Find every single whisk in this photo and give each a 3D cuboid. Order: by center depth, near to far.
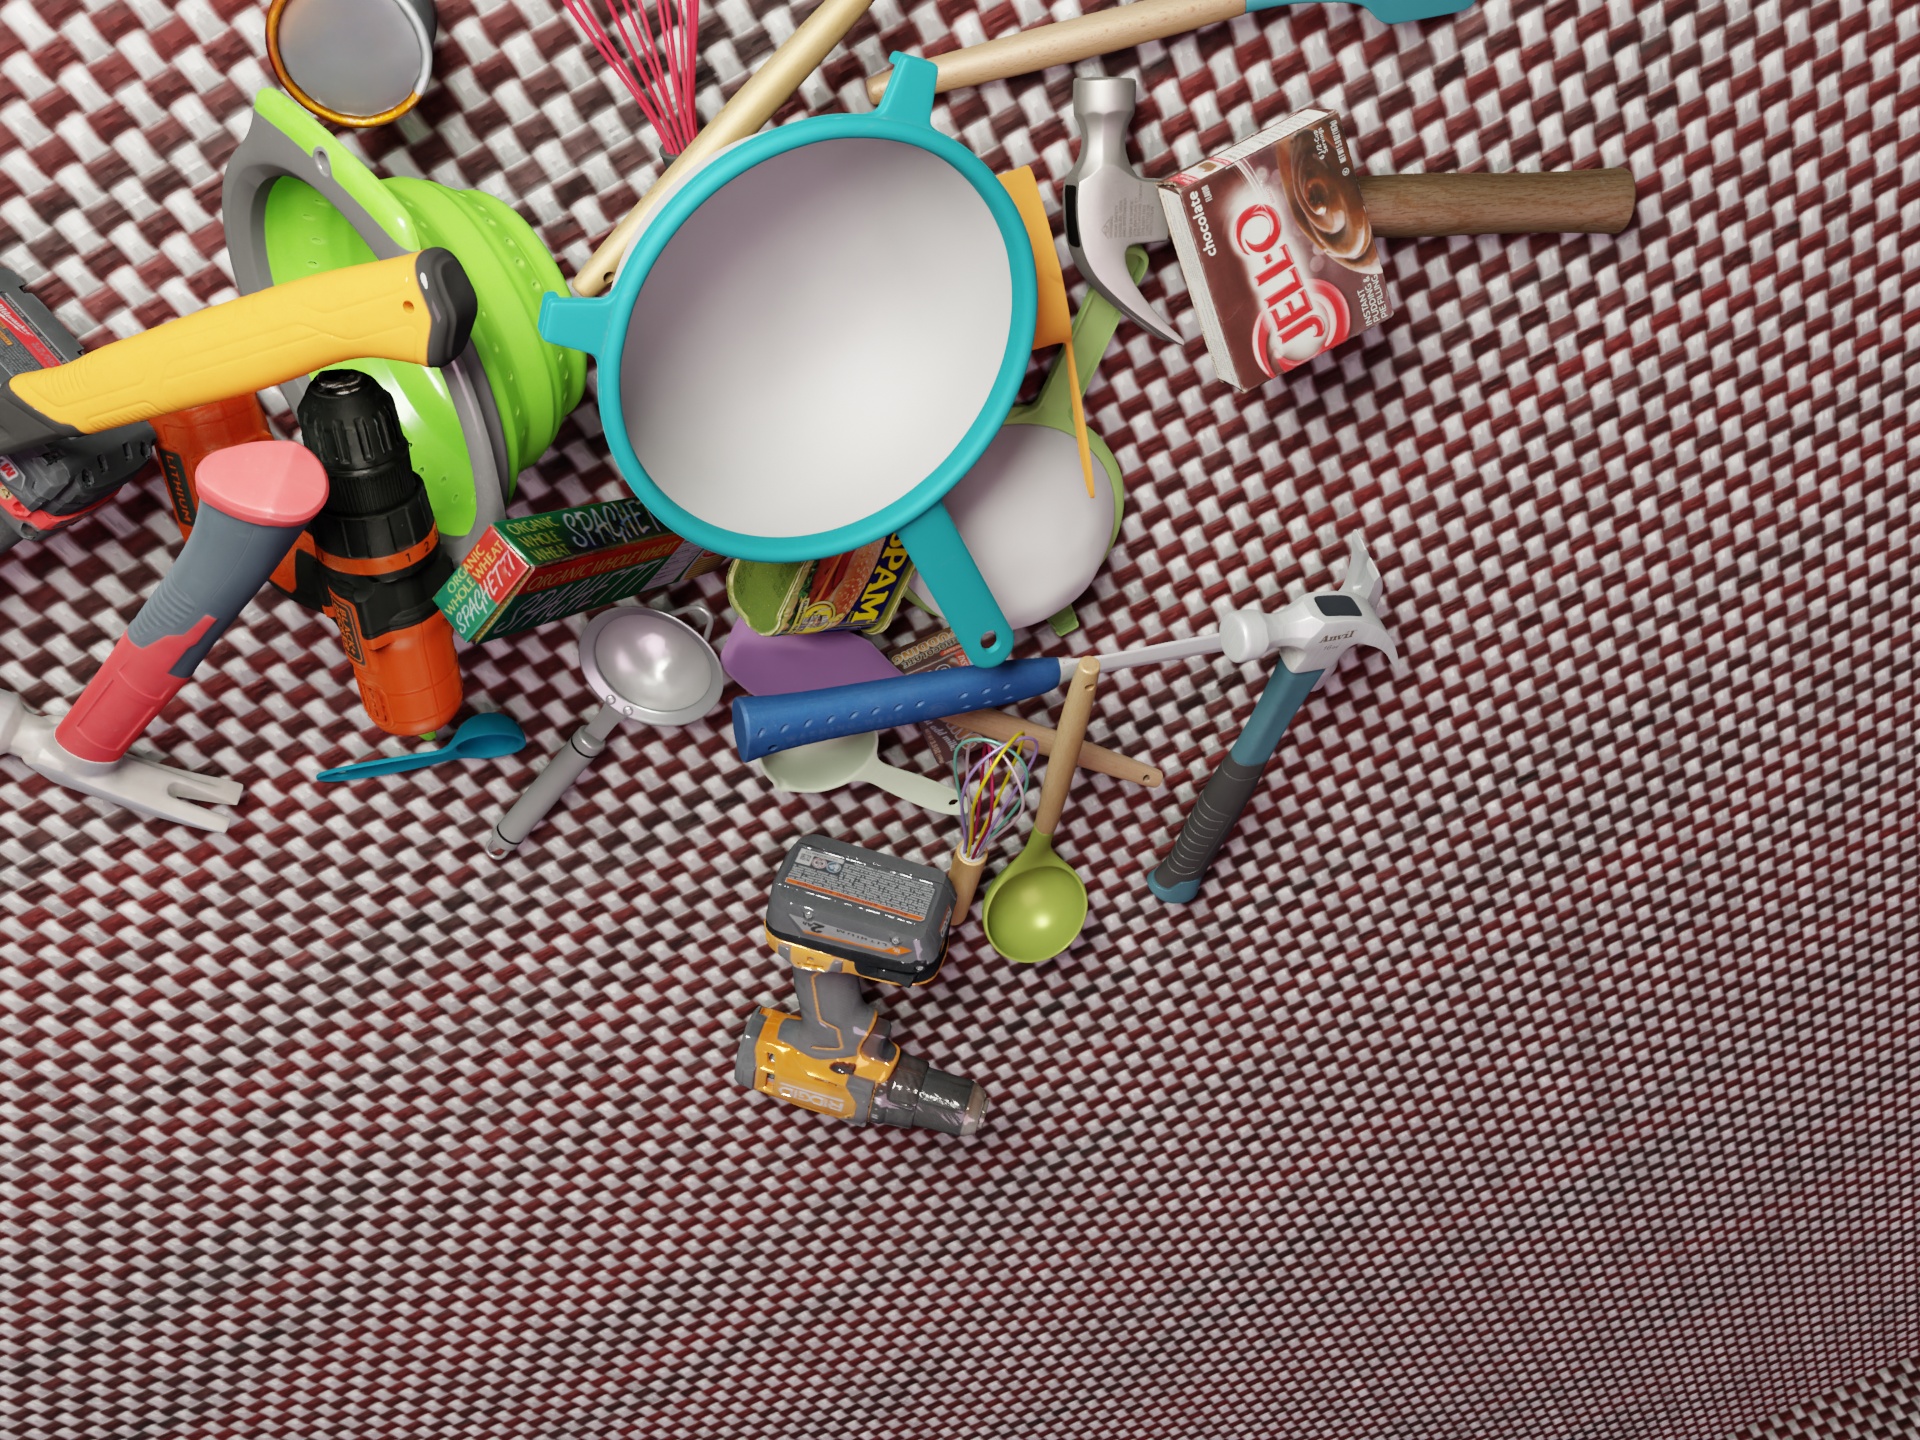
[{"bbox_3d":[-0.133,-0.282,0.729,0.073,0.073,0.295,-17,137,-3],"label":"whisk"},{"bbox_3d":[0.008,0.078,1.043,0.051,0.047,0.244,9,147,-4],"label":"whisk"}]

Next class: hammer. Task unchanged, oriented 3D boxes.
[{"bbox_3d":[-0.349,-0.140,0.637,0.337,0.034,0.127,-10,115,15],"label":"hammer"},{"bbox_3d":[-0.368,-0.029,0.765,0.143,0.038,0.386,26,147,-31],"label":"hammer"},{"bbox_3d":[0.212,-0.270,0.844,0.331,0.031,0.130,-6,113,-16],"label":"hammer"},{"bbox_3d":[0.067,-0.034,0.947,0.405,0.035,0.144,-11,153,-17],"label":"hammer"},{"bbox_3d":[0.185,0.029,1.043,0.128,0.033,0.330,-11,148,-20],"label":"hammer"}]

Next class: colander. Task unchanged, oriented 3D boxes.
[{"bbox_3d":[-0.256,-0.129,0.794,0.094,0.205,0.396,-35,159,-32],"label":"colander"}]

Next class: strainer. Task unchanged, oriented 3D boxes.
[{"bbox_3d":[-0.055,-0.149,0.778,0.211,0.095,0.340,-36,140,-3],"label":"strainer"},{"bbox_3d":[0.050,-0.141,0.891,0.151,0.069,0.256,10,127,-24],"label":"strainer"},{"bbox_3d":[-0.220,0.005,0.955,0.086,0.050,0.258,36,119,-17],"label":"strainer"}]

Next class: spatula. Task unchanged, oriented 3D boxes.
[{"bbox_3d":[0.108,-0.345,0.770,0.317,0.044,0.082,-14,132,1],"label":"spatula"},{"bbox_3d":[-0.002,-0.003,0.984,0.315,0.018,0.059,18,110,-28],"label":"spatula"}]

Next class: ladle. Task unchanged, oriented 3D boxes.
[{"bbox_3d":[-0.061,-0.304,0.707,0.315,0.031,0.069,-45,151,5],"label":"ladle"},{"bbox_3d":[0.063,0.065,1.024,0.078,0.062,0.320,-12,149,-14],"label":"ladle"}]

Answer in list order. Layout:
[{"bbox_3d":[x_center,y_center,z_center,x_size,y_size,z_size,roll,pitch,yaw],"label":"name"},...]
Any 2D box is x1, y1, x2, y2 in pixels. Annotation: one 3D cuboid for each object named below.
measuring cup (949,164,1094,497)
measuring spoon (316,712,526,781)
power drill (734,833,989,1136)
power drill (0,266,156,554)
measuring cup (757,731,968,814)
[{"bbox_3d":[0.030,-0.190,0.815,0.052,0.095,0.173,-13,115,2],"label":"measuring cup"},{"bbox_3d":[-0.323,0.015,0.949,0.128,0.021,0.042,-11,162,4],"label":"measuring spoon"},{"bbox_3d":[-0.058,0.200,1.106,0.185,0.084,0.226,16,129,5],"label":"power drill"},{"bbox_3d":[-0.502,-0.107,0.741,0.219,0.079,0.143,-32,108,18],"label":"power drill"},{"bbox_3d":[-0.059,0.021,1.019,0.167,0.038,0.083,26,118,-36],"label":"measuring cup"}]
